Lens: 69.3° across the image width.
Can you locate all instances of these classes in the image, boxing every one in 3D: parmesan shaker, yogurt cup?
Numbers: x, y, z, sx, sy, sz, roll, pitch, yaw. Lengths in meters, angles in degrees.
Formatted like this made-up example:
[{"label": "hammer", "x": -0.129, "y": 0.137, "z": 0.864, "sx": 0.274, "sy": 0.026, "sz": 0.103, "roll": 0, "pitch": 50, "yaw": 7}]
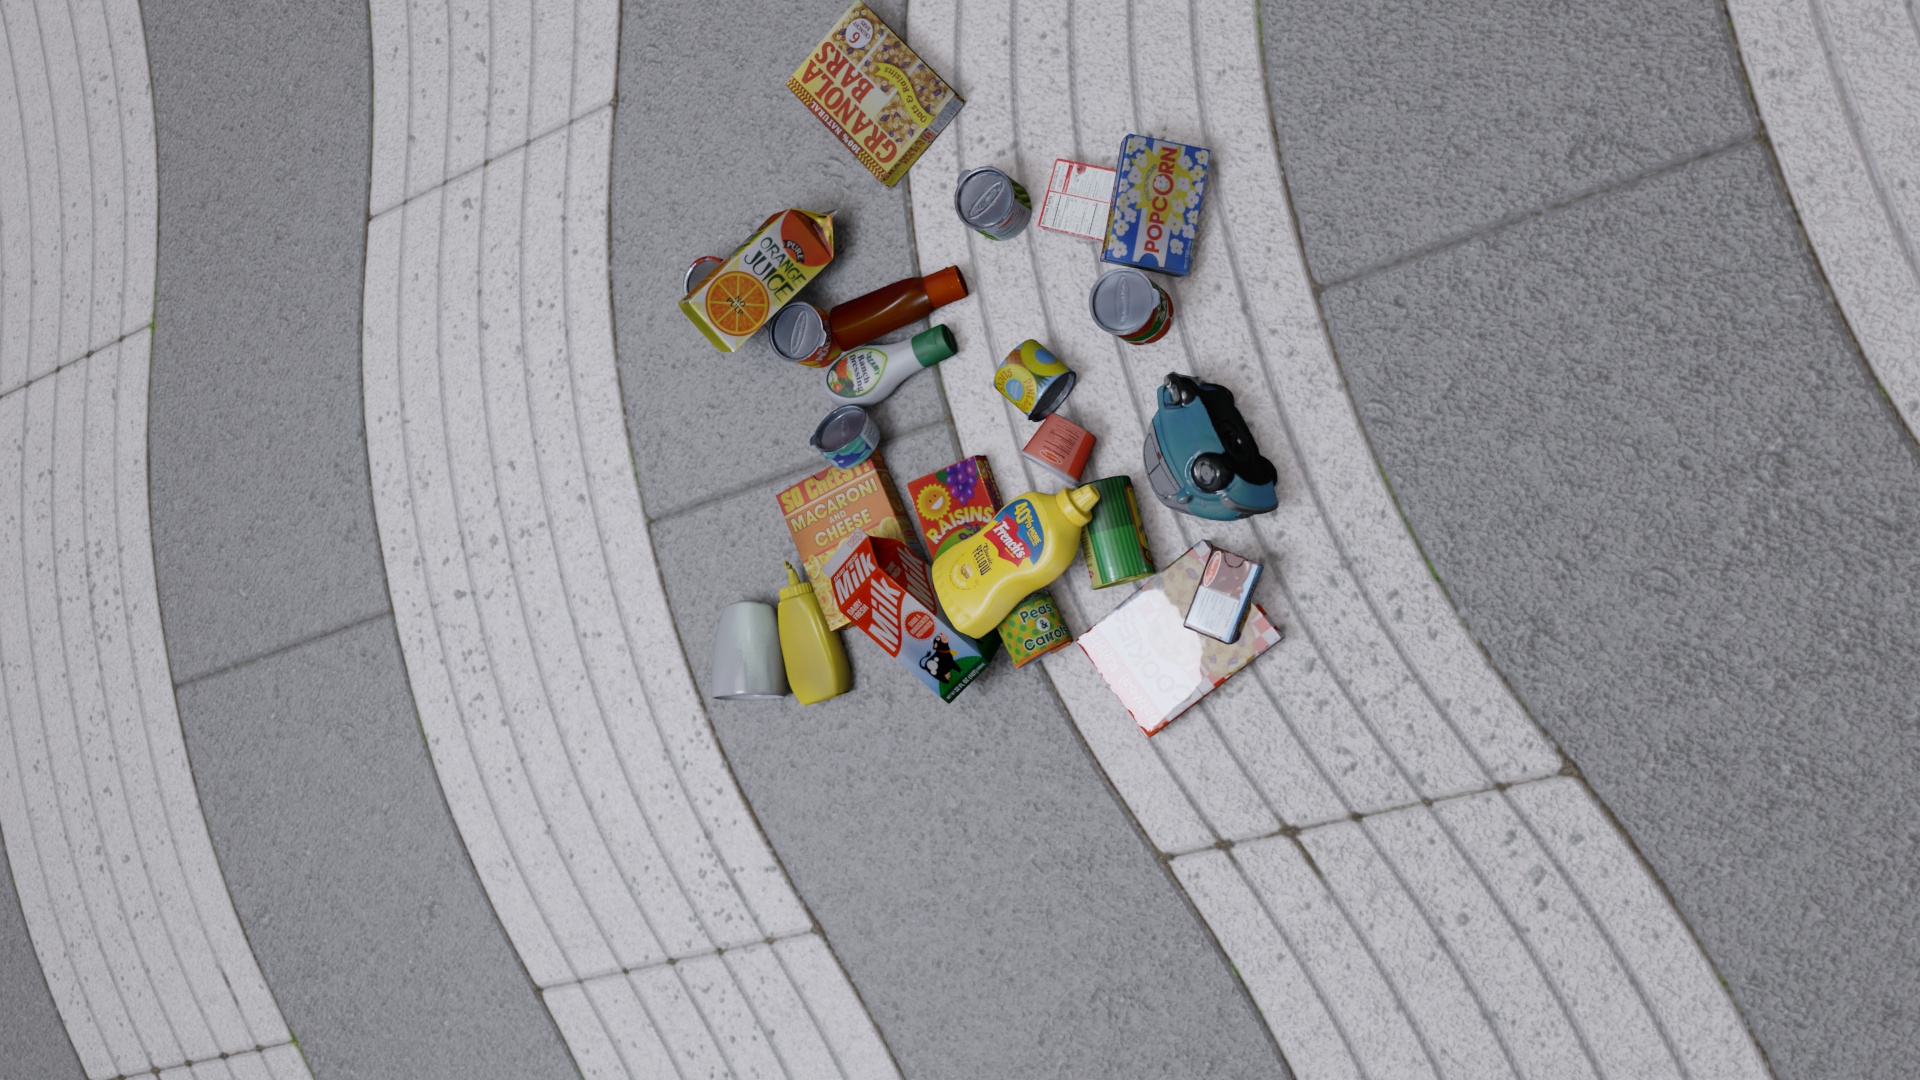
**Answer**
[{"label": "parmesan shaker", "x": 0.152, "y": -0.008, "z": 1.390, "sx": 0.071, "sy": 0.071, "sz": 0.103, "roll": -16, "pitch": 83, "yaw": 21}, {"label": "yogurt cup", "x": 0.103, "y": -0.095, "z": 1.416, "sx": 0.072, "sy": 0.072, "sz": 0.054, "roll": 30, "pitch": 92, "yaw": 19}]

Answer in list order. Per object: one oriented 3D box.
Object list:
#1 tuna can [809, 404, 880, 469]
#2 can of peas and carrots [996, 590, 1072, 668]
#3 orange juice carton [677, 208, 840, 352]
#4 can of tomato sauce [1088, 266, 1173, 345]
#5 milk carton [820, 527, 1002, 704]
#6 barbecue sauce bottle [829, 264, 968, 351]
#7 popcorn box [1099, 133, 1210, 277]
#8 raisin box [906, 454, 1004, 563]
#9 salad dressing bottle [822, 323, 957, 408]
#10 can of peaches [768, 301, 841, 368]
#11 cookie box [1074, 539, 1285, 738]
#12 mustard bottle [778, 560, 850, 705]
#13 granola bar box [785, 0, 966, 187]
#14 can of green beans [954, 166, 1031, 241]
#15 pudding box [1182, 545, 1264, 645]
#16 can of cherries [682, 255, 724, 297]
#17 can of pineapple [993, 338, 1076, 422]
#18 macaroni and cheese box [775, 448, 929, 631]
[{"label": "tuna can", "x": -0.123, "y": -0.110, "z": 1.488, "sx": 0.071, "sy": 0.032, "sz": 0.071, "roll": -20, "pitch": 45, "yaw": 21}, {"label": "can of peas and carrots", "x": 0.075, "y": 0.091, "z": 1.419, "sx": 0.071, "sy": 0.071, "sz": 0.059, "roll": -29, "pitch": 80, "yaw": 19}, {"label": "orange juice carton", "x": -0.209, "y": -0.295, "z": 1.506, "sx": 0.193, "sy": 0.072, "sz": 0.073, "roll": -45, "pitch": 110, "yaw": -10}, {"label": "can of tomato sauce", "x": 0.173, "y": -0.232, "z": 1.379, "sx": 0.071, "sy": 0.083, "sz": 0.071, "roll": 0, "pitch": 89, "yaw": 22}, {"label": "milk carton", "x": -0.053, "y": 0.071, "z": 1.429, "sx": 0.190, "sy": 0.074, "sz": 0.072, "roll": 40, "pitch": 118, "yaw": -4}, {"label": "barbecue sauce bottle", "x": -0.066, "y": -0.252, "z": 1.490, "sx": 0.148, "sy": 0.065, "sz": 0.043, "roll": -20, "pitch": 126, "yaw": 13}, {"label": "popcorn box", "x": 0.193, "y": -0.332, "z": 1.380, "sx": 0.085, "sy": 0.038, "sz": 0.126, "roll": 10, "pitch": 93, "yaw": -8}, {"label": "raisin box", "x": 0.005, "y": -0.018, "z": 1.465, "sx": 0.086, "sy": 0.040, "sz": 0.123, "roll": -22, "pitch": 82, "yaw": 21}, {"label": "salad dressing bottle", "x": -0.076, "y": -0.189, "z": 1.498, "sx": 0.147, "sy": 0.044, "sz": 0.064, "roll": -22, "pitch": 72, "yaw": 20}, {"label": "can of peaches", "x": -0.166, "y": -0.225, "z": 1.527, "sx": 0.071, "sy": 0.058, "sz": 0.071, "roll": -1, "pitch": 88, "yaw": 21}, {"label": "cookie box", "x": 0.216, "y": 0.098, "z": 1.379, "sx": 0.167, "sy": 0.040, "sz": 0.123, "roll": -40, "pitch": 76, "yaw": 15}, {"label": "mustard bottle", "x": -0.167, "y": 0.098, "z": 1.526, "sx": 0.065, "sy": 0.049, "sz": 0.160, "roll": -18, "pitch": 82, "yaw": 22}, {"label": "granola bar box", "x": -0.093, "y": -0.486, "z": 1.514, "sx": 0.124, "sy": 0.039, "sz": 0.166, "roll": -46, "pitch": 74, "yaw": 14}, {"label": "can of green beans", "x": 0.035, "y": -0.351, "z": 1.450, "sx": 0.071, "sy": 0.058, "sz": 0.071, "roll": 0, "pitch": 89, "yaw": 22}, {"label": "pudding box", "x": 0.252, "y": 0.053, "z": 1.328, "sx": 0.050, "sy": 0.030, "sz": 0.083, "roll": 22, "pitch": 95, "yaw": 21}, {"label": "can of cherries", "x": -0.268, "y": -0.285, "z": 1.568, "sx": 0.071, "sy": 0.058, "sz": 0.071, "roll": 0, "pitch": 89, "yaw": 22}, {"label": "can of pineapple", "x": 0.075, "y": -0.164, "z": 1.424, "sx": 0.058, "sy": 0.071, "sz": 0.071, "roll": 42, "pitch": 104, "yaw": 18}, {"label": "macaroni and cheese box", "x": -0.115, "y": -0.002, "z": 1.511, "sx": 0.123, "sy": 0.040, "sz": 0.166, "roll": -27, "pitch": 80, "yaw": 18}]
